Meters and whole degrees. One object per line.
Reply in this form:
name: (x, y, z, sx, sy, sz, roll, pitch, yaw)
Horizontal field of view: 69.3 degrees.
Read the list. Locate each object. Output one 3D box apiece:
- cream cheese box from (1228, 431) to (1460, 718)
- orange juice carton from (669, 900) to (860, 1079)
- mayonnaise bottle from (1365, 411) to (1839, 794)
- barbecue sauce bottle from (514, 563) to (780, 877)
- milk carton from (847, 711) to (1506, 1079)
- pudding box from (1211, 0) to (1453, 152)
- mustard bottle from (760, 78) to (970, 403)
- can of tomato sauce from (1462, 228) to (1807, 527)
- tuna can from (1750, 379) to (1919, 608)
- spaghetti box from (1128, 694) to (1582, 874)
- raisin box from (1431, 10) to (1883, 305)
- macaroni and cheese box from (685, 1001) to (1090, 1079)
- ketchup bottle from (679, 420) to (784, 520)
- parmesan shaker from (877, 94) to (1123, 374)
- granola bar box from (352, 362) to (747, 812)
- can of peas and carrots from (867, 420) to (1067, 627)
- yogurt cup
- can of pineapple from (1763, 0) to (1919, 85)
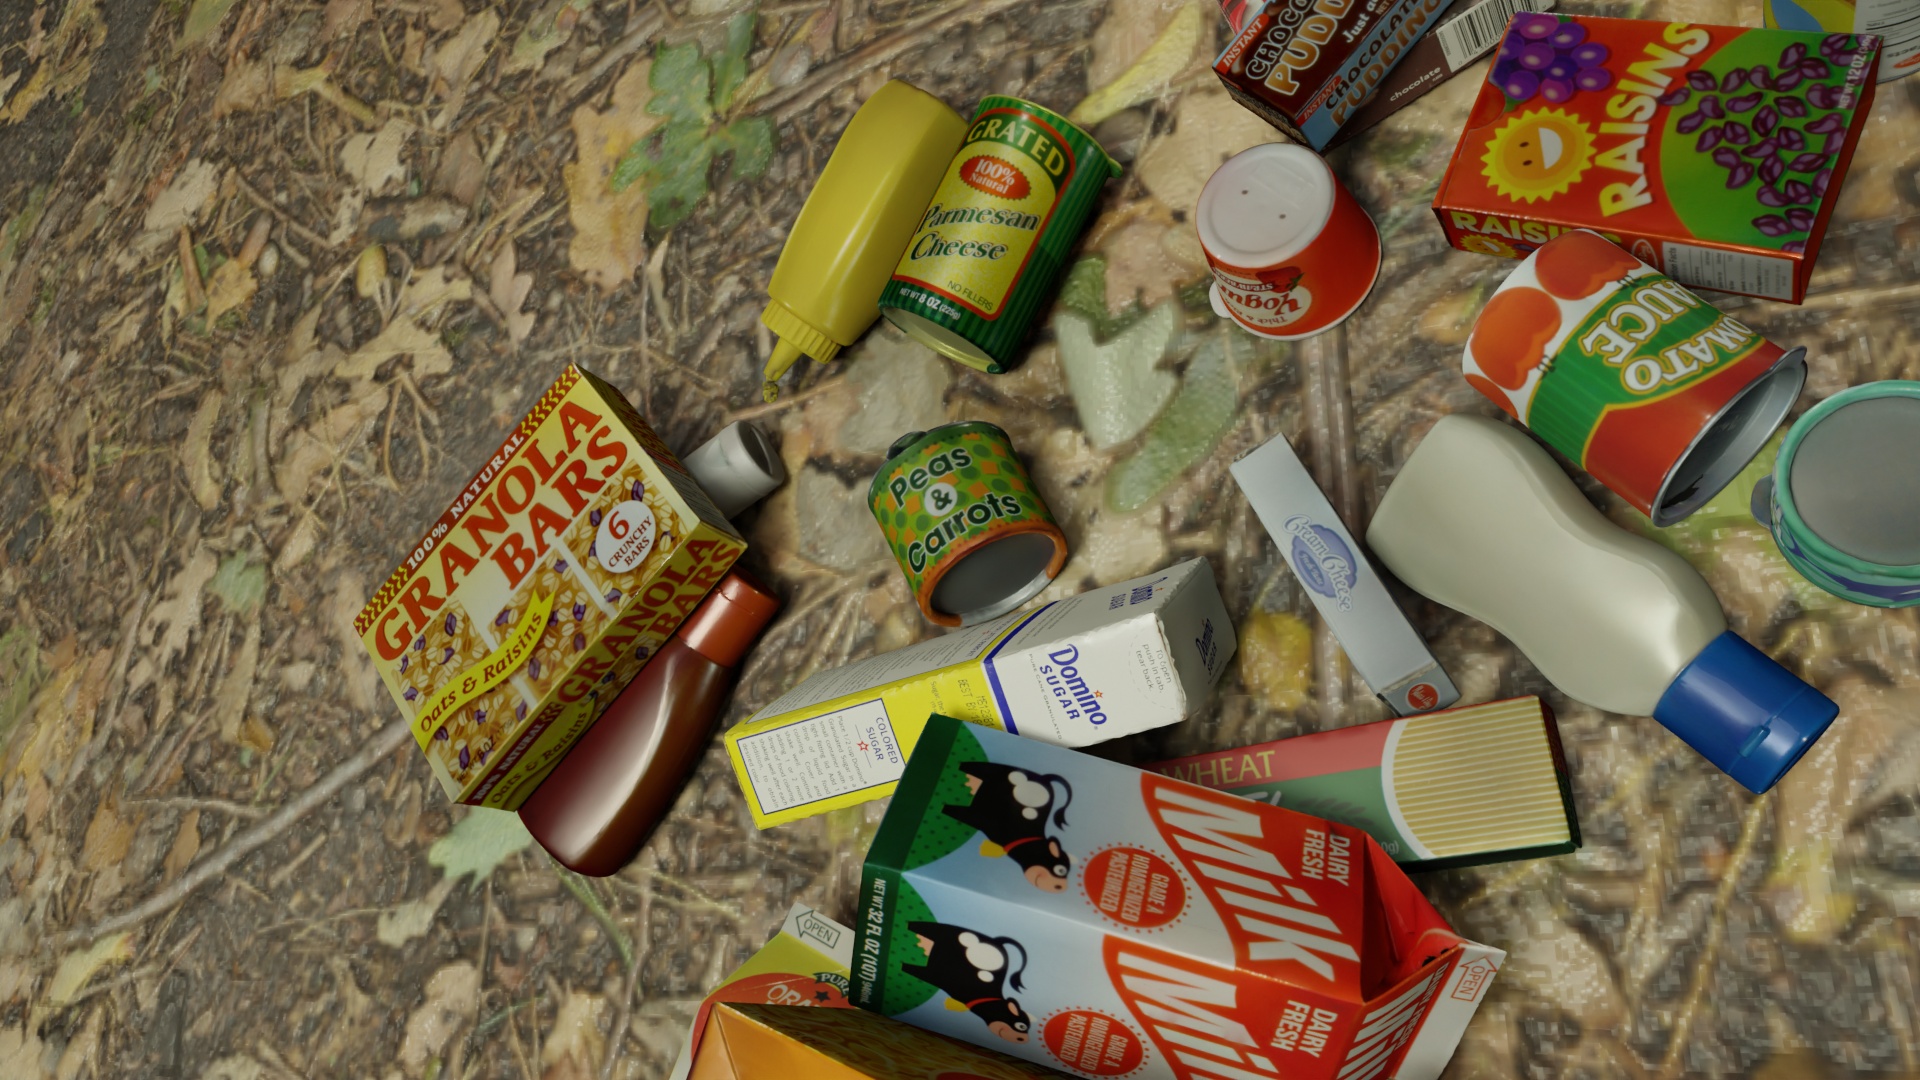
cream cheese box: (0.136, 0.014, 0.496, 0.024, 0.053, 0.104, -34, 59, 13)
orange juice carton: (-0.072, 0.240, 0.518, 0.072, 0.073, 0.193, 16, 80, 33)
mayonnaise bottle: (0.208, 0.020, 0.457, 0.148, 0.041, 0.064, 44, 122, 32)
barbecue sauce bottle: (-0.140, 0.077, 0.634, 0.065, 0.043, 0.148, 37, 92, 34)
milk carton: (0.067, 0.127, 0.446, 0.191, 0.072, 0.074, 15, 36, 8)
pudding box: (0.145, -0.199, 0.537, 0.083, 0.030, 0.050, -48, 56, 9)
mustard bottle: (-0.052, -0.135, 0.652, 0.049, 0.065, 0.160, 37, 96, 30)
can of tomato sauce: (0.223, -0.057, 0.464, 0.071, 0.071, 0.083, -46, 56, 7)
tuna can: (0.288, -0.015, 0.434, 0.071, 0.033, 0.071, -10, 68, 26)
spaghetti box: (0.088, 0.104, 0.505, 0.249, 0.028, 0.050, -14, 65, 24)
raisin box: (0.247, -0.140, 0.499, 0.123, 0.040, 0.086, 19, 83, 34)
macaroni and cheese box: (0.012, 0.186, 0.434, 0.124, 0.166, 0.040, 13, 79, 32)
ketchup bottle: (-0.153, -0.003, 0.670, 0.148, 0.043, 0.065, -33, 61, 14)
parmesan shaker: (0.017, -0.132, 0.610, 0.071, 0.071, 0.103, 24, 85, 34)
granola bar box: (-0.190, 0.020, 0.632, 0.165, 0.039, 0.124, -48, 58, 6)
can of peas and carrots: (0.002, -0.007, 0.568, 0.071, 0.071, 0.059, -36, 59, 14)
yogurt cup: (0.127, -0.120, 0.550, 0.072, 0.054, 0.072, -10, 68, 25)
can of pineapple: (0.311, -0.201, 0.474, 0.071, 0.058, 0.071, -10, 67, 26)
